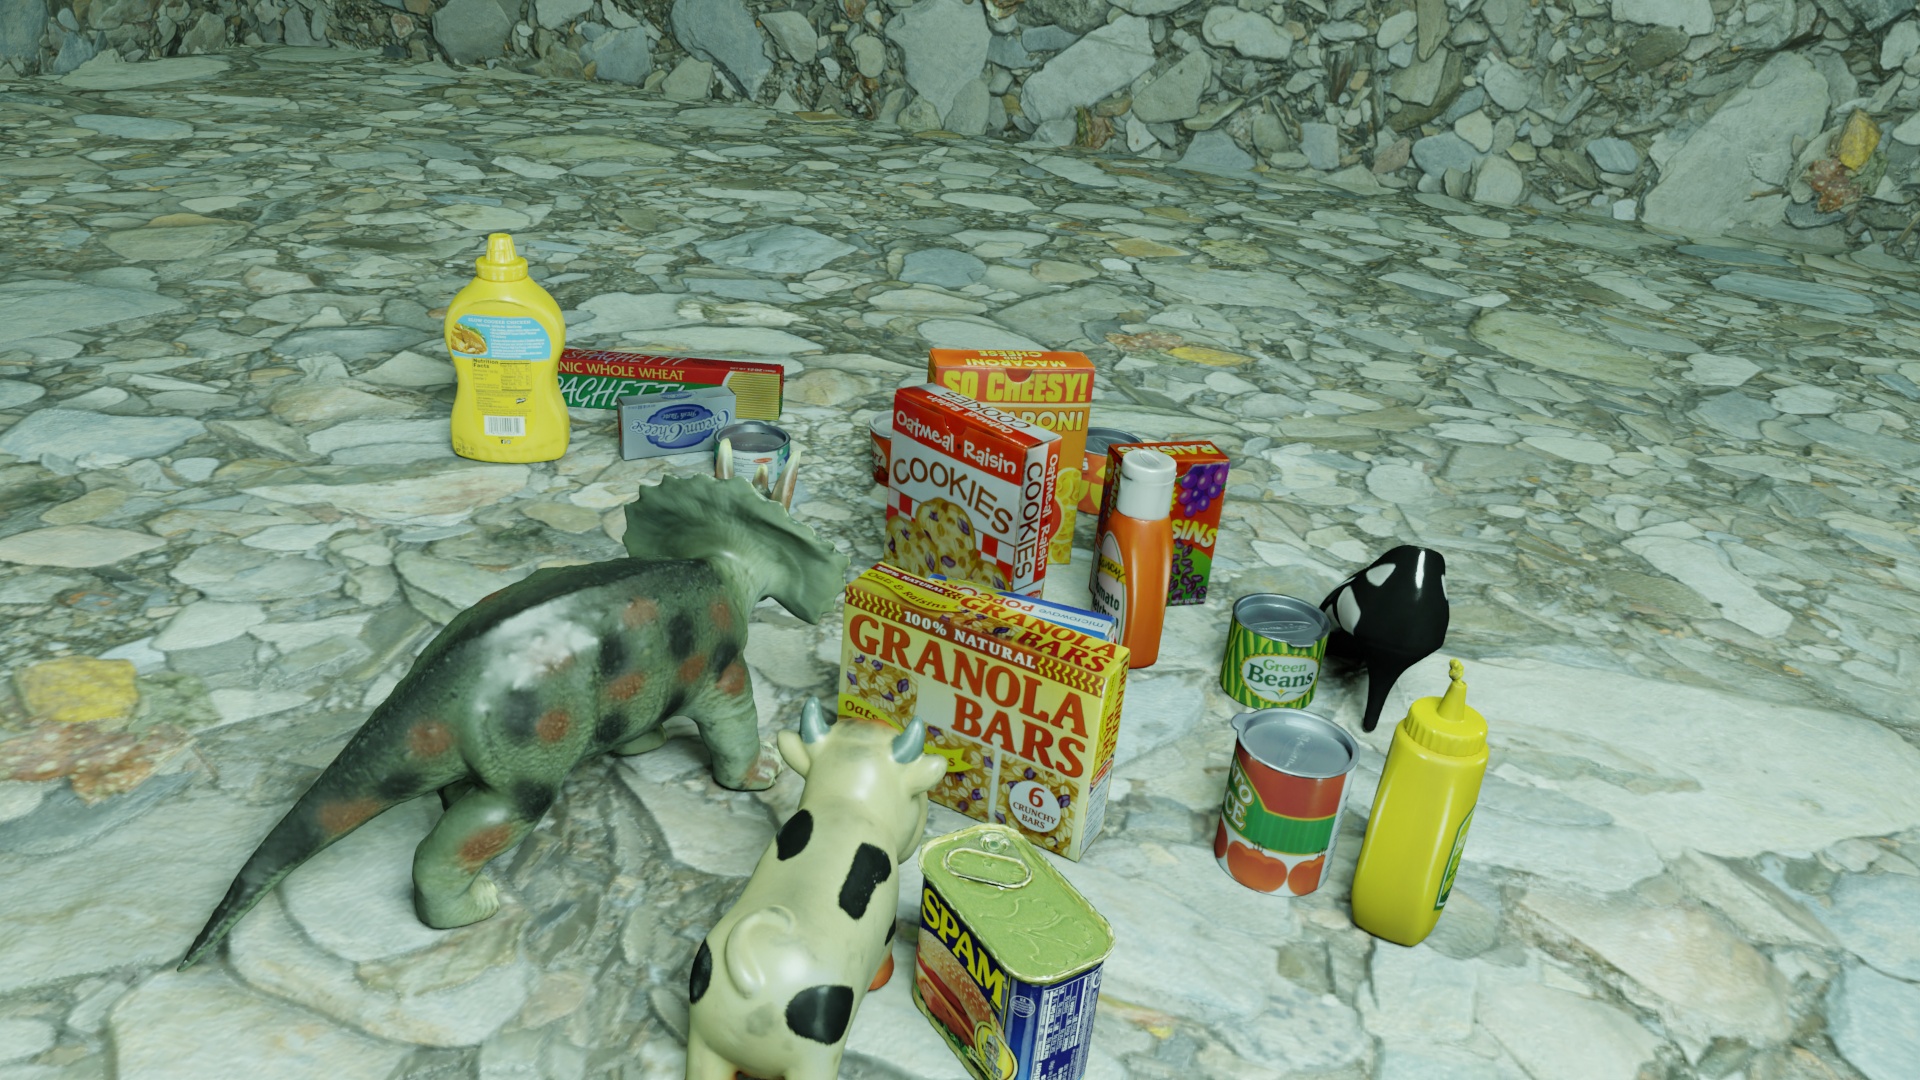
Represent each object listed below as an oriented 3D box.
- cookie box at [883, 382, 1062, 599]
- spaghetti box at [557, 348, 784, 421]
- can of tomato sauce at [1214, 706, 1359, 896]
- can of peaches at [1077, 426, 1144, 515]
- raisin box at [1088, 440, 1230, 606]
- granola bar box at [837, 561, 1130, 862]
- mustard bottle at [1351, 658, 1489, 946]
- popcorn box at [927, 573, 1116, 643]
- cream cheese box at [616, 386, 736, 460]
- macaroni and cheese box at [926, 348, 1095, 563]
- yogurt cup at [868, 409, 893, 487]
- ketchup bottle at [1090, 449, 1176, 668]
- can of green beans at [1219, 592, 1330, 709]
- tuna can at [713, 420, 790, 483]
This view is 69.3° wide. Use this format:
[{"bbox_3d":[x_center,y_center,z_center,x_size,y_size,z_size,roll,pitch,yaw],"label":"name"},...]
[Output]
[{"bbox_3d":[0.003,-0.012,0.965,0.123,0.166,0.040,26,33,36],"label":"cookie box"},{"bbox_3d":[-0.294,-0.149,1.317,0.250,0.050,0.029,4,26,-3],"label":"spaghetti box"},{"bbox_3d":[0.179,0.145,0.775,0.071,0.082,0.071,4,26,-2],"label":"can of tomato sauce"},{"bbox_3d":[0.122,-0.060,1.209,0.071,0.057,0.071,4,26,-2],"label":"can of peaches"},{"bbox_3d":[0.147,-0.011,1.041,0.086,0.122,0.040,-2,27,-15],"label":"raisin box"},{"bbox_3d":[0.009,0.096,0.797,0.166,0.123,0.039,18,29,25],"label":"granola bar box"},{"bbox_3d":[0.243,0.134,0.724,0.049,0.159,0.065,19,29,25],"label":"mustard bottle"},{"bbox_3d":[0.030,0.078,0.880,0.127,0.084,0.038,13,27,15],"label":"popcorn box"},{"bbox_3d":[-0.251,-0.104,1.231,0.104,0.053,0.024,-10,30,-28],"label":"cream cheese box"},{"bbox_3d":[0.032,-0.062,1.073,0.124,0.165,0.040,-1,26,-12],"label":"macaroni and cheese box"},{"bbox_3d":[-0.048,-0.079,1.219,0.072,0.053,0.073,4,26,-2],"label":"yogurt cup"},{"bbox_3d":[0.121,0.012,0.961,0.043,0.148,0.065,-5,28,-21],"label":"ketchup bottle"},{"bbox_3d":[0.214,0.077,0.950,0.071,0.057,0.071,4,26,-2],"label":"can of green beans"},{"bbox_3d":[-0.182,-0.077,1.212,0.071,0.032,0.071,4,26,-2],"label":"tuna can"}]
